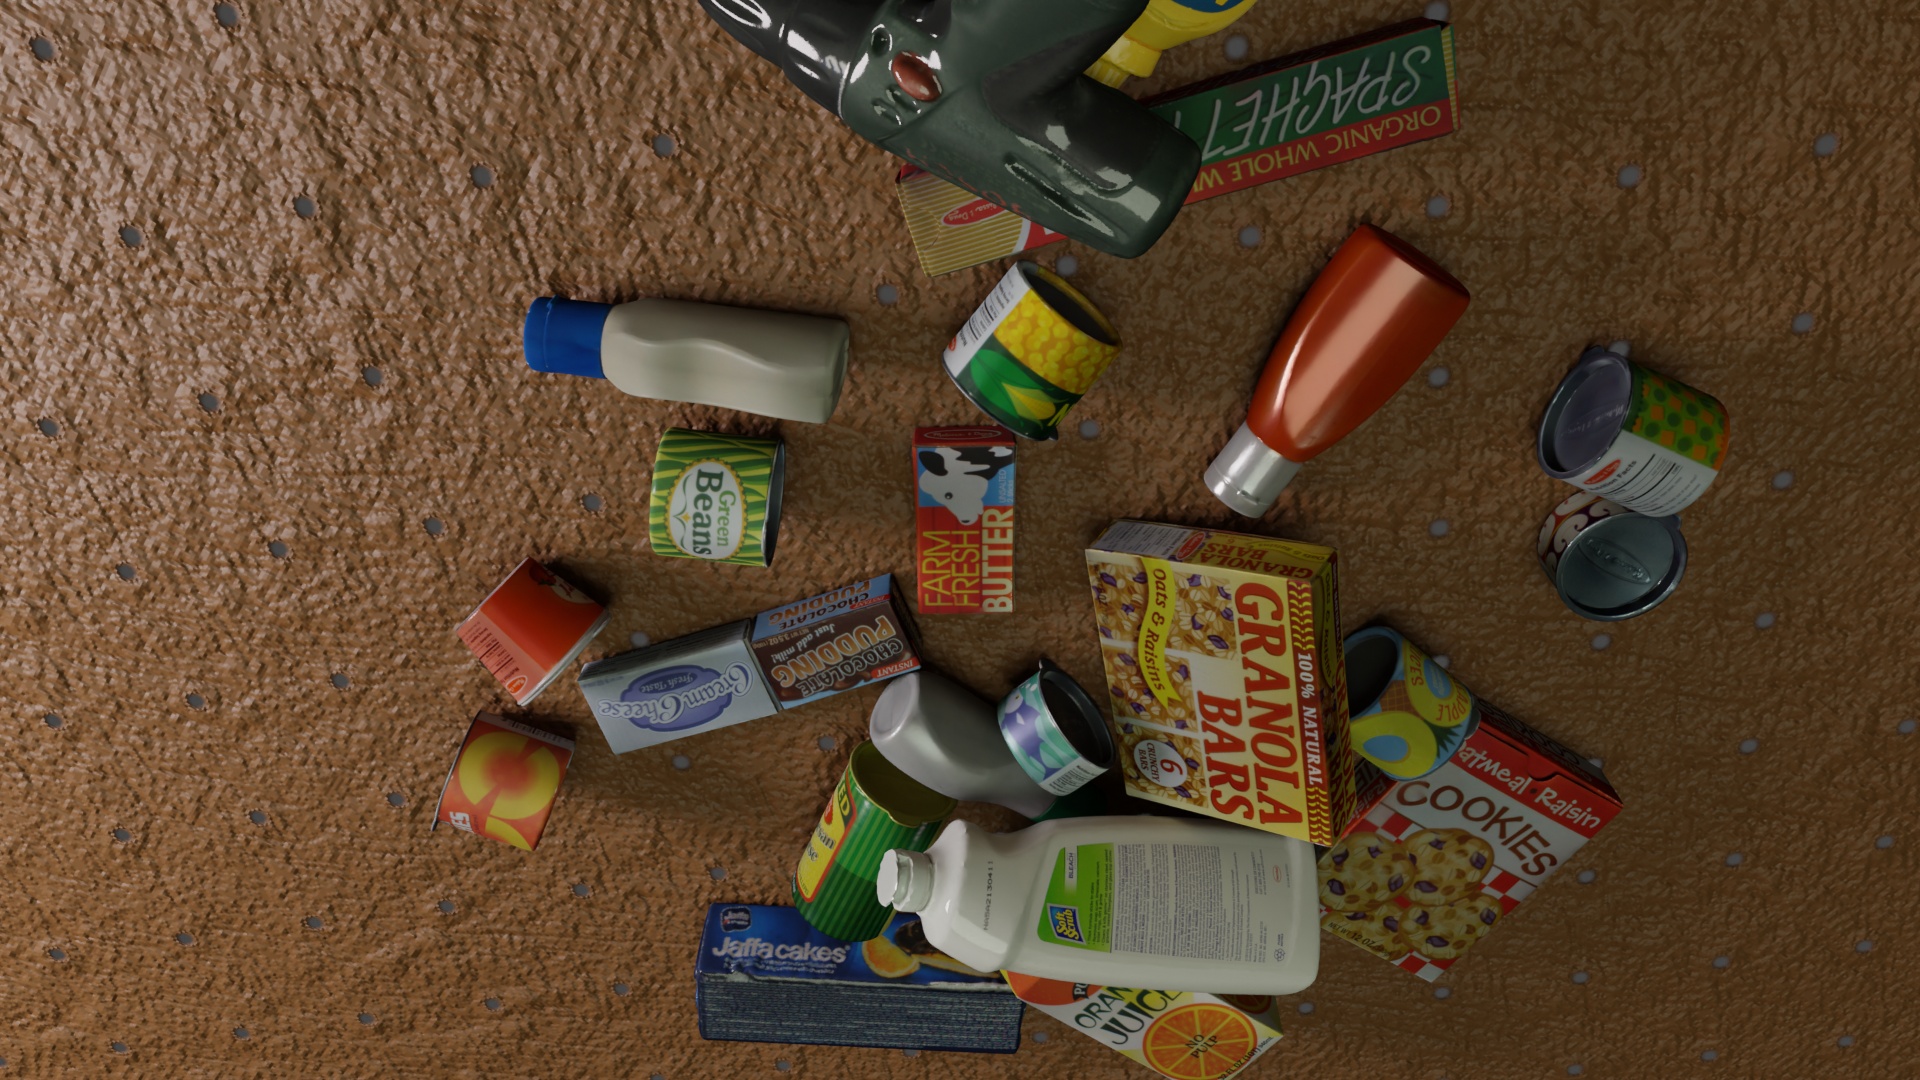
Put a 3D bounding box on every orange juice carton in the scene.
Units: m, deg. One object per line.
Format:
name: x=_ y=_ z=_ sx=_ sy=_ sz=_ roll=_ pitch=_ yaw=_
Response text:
orange juice carton: x=0.097 y=0.254 z=0.845 sx=0.192 sy=0.073 sz=0.071 roll=33 pitch=115 yaw=-16

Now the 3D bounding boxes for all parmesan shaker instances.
parmesan shaker: x=-0.052 y=0.176 z=0.804 sx=0.071 sy=0.071 sz=0.102 roll=21 pitch=117 yaw=-11

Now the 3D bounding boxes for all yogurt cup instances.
yogurt cup: x=-0.229 y=0.046 z=0.740 sx=0.072 sy=0.073 sz=0.054 roll=-41 pitch=103 yaw=20

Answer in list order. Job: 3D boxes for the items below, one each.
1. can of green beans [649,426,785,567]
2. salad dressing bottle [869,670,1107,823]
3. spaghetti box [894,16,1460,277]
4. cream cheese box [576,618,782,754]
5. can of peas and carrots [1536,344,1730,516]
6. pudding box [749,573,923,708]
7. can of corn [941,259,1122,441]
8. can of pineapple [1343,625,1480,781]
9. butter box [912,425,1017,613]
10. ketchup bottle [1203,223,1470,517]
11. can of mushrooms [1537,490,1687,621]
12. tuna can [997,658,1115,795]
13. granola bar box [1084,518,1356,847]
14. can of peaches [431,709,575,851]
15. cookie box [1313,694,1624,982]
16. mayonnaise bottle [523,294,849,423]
can of green beans: x=-0.121 y=-0.022 z=0.698 sx=0.058 sy=0.071 sz=0.071 roll=6 pitch=119 yaw=-3
salad dressing bottle: x=0.019 y=0.126 z=0.785 sx=0.147 sy=0.064 sz=0.043 roll=33 pitch=123 yaw=-25
spaghetti box: x=0.097 y=-0.178 z=0.631 sx=0.250 sy=0.029 sz=0.050 roll=-14 pitch=118 yaw=8
cream cheese box: x=-0.157 y=0.083 z=0.780 sx=0.104 sy=0.024 sz=0.053 roll=-15 pitch=118 yaw=9
can of peas and carrots: x=0.328 y=-0.053 z=0.679 sx=0.059 sy=0.071 sz=0.070 roll=20 pitch=117 yaw=-11
pudding box: x=-0.067 y=0.056 z=0.761 sx=0.083 sy=0.030 sz=0.049 roll=-17 pitch=118 yaw=10
can of corn: x=0.036 y=-0.089 z=0.659 sx=0.071 sy=0.071 sz=0.058 roll=33 pitch=114 yaw=-17
can of pineapple: x=0.235 y=0.087 z=0.755 sx=0.058 sy=0.071 sz=0.070 roll=36 pitch=114 yaw=-18
butter box: x=0.003 y=-0.009 z=0.728 sx=0.053 sy=0.024 sz=0.103 roll=-1 pitch=119 yaw=0
ketchup bottle: x=0.176 y=-0.077 z=0.678 sx=0.065 sy=0.044 sz=0.148 roll=28 pitch=116 yaw=-13
can of mushrooms: x=0.342 y=0.005 z=0.728 sx=0.071 sy=0.033 sz=0.070 roll=1 pitch=119 yaw=1
tuna can: x=0.052 y=0.103 z=0.768 sx=0.032 sy=0.071 sz=0.071 roll=-38 pitch=112 yaw=20
granola bar box: x=0.139 y=0.073 z=0.733 sx=0.124 sy=0.039 sz=0.164 roll=9 pitch=125 yaw=34
can of peaches: x=-0.258 y=0.139 z=0.787 sx=0.058 sy=0.071 sz=0.071 roll=20 pitch=117 yaw=-11
cookie box: x=0.282 y=0.175 z=0.819 sx=0.123 sy=0.040 sz=0.166 roll=29 pitch=115 yaw=-14
mayonnaise bottle: x=-0.130 y=-0.090 z=0.665 sx=0.148 sy=0.065 sz=0.041 roll=7 pitch=123 yaw=1
